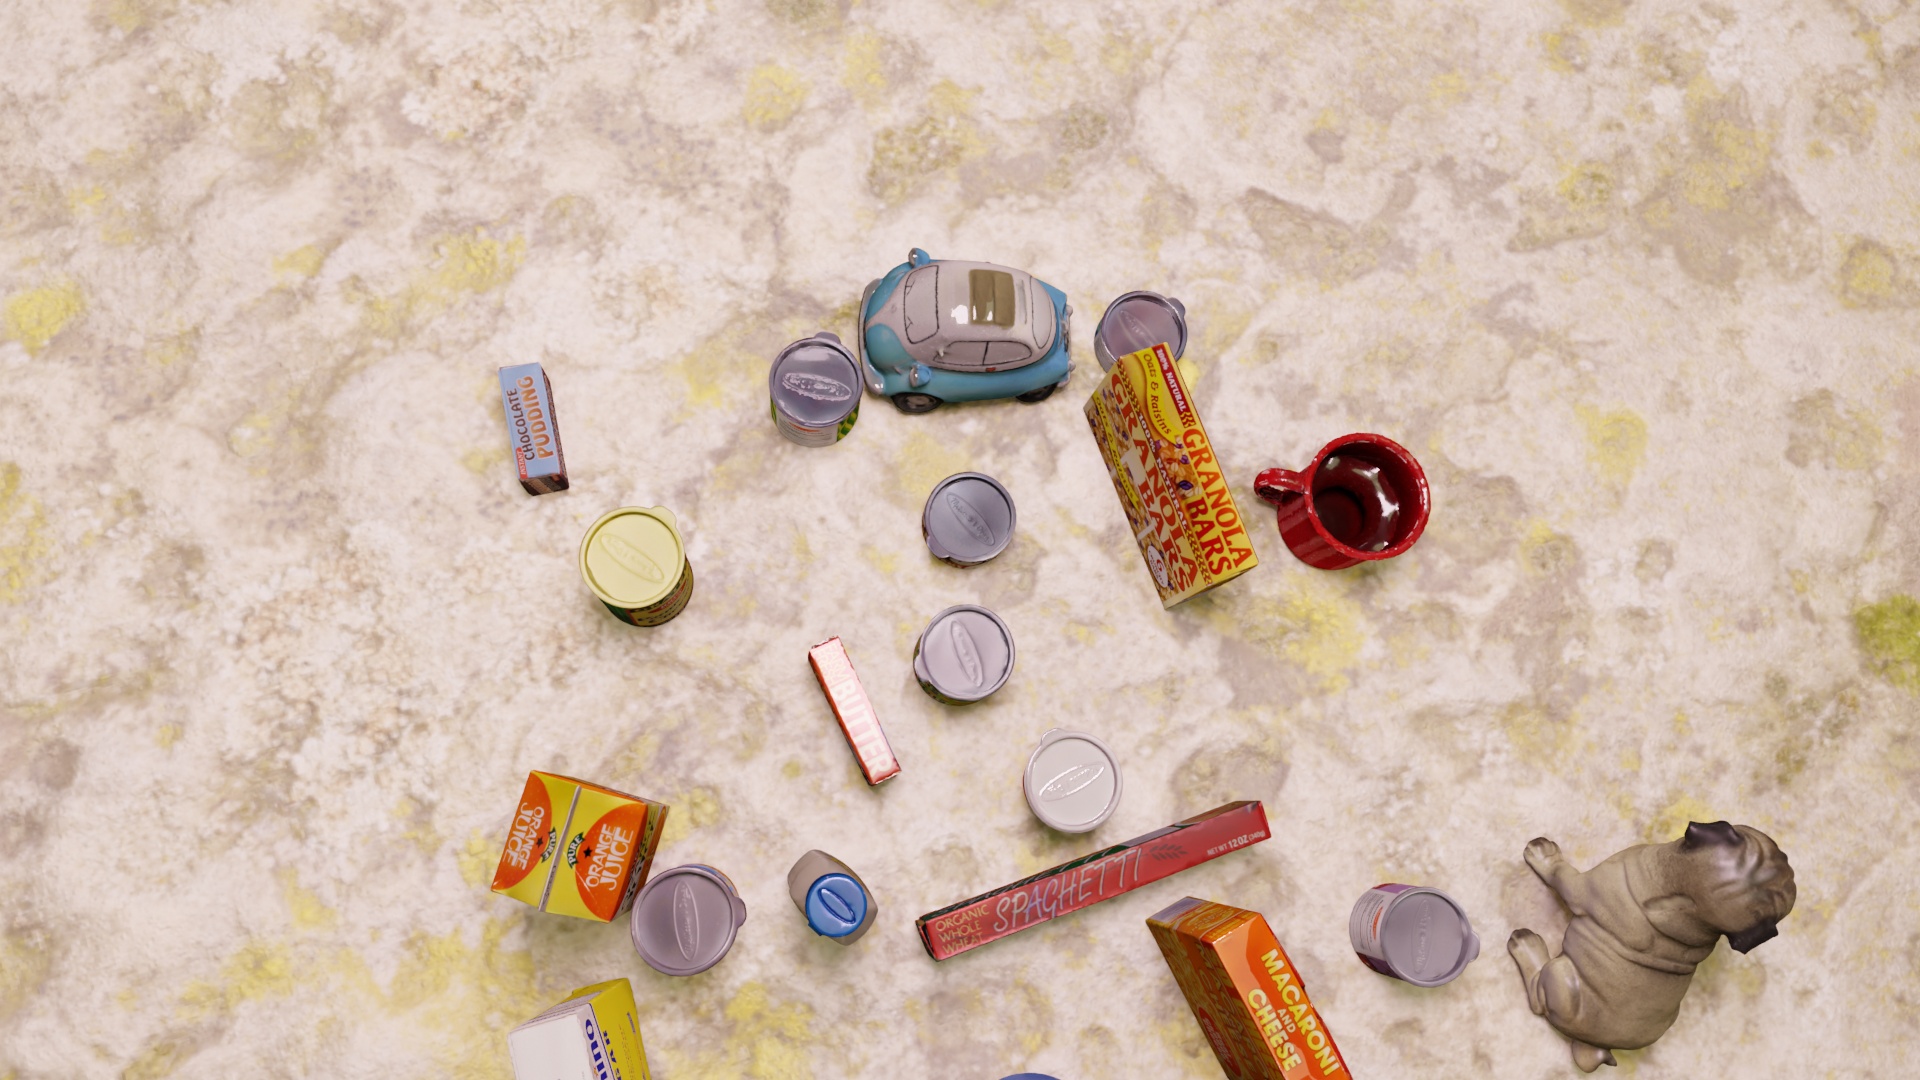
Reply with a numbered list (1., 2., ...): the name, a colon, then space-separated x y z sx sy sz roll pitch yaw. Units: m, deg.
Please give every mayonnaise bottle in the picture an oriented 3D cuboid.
1. mayonnaise bottle: -0.080 0.228 0.883 0.065 0.147 0.041 42 77 3

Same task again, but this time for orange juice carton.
1. orange juice carton: -0.231 0.186 0.851 0.073 0.192 0.072 17 77 -3

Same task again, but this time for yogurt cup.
1. yogurt cup: 0.074 0.168 0.963 0.072 0.054 0.072 1 78 -7

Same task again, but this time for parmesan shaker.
1. parmesan shaker: -0.213 0.018 0.934 0.071 0.103 0.071 1 79 -7

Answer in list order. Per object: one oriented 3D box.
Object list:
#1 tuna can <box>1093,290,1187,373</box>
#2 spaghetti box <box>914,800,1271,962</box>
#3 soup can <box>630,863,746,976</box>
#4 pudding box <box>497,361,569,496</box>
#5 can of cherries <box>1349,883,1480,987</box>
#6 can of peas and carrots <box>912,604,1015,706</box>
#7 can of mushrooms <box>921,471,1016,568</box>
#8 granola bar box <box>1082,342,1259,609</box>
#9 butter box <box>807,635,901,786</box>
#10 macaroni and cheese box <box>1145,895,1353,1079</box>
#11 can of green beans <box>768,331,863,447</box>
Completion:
1. tuna can: 0.137 -0.154 1.048 0.071 0.032 0.071 1 78 -7
2. spaghetti box: 0.091 0.232 0.953 0.250 0.050 0.029 -18 81 -10
3. soup can: -0.173 0.244 0.901 0.071 0.083 0.071 1 79 -7
4. pudding box: -0.298 -0.078 0.971 0.030 0.049 0.084 -12 80 -9
5. can of cherries: 0.315 0.275 0.967 0.071 0.058 0.071 1 78 -7
6. can of peas and carrots: -0.001 0.082 0.969 0.071 0.058 0.071 1 78 -7
7. can of mushrooms: 0.004 -0.013 1.002 0.071 0.033 0.071 1 78 -7
8. granola bar box: 0.146 -0.042 0.979 0.039 0.124 0.165 -19 81 -10
9. butter box: -0.074 0.118 0.956 0.024 0.053 0.103 -25 82 -11
10. macaroni and cheese box: 0.183 0.296 0.891 0.040 0.166 0.124 -27 83 -11
11. can of green beans: -0.104 -0.105 0.996 0.071 0.057 0.071 1 78 -7
